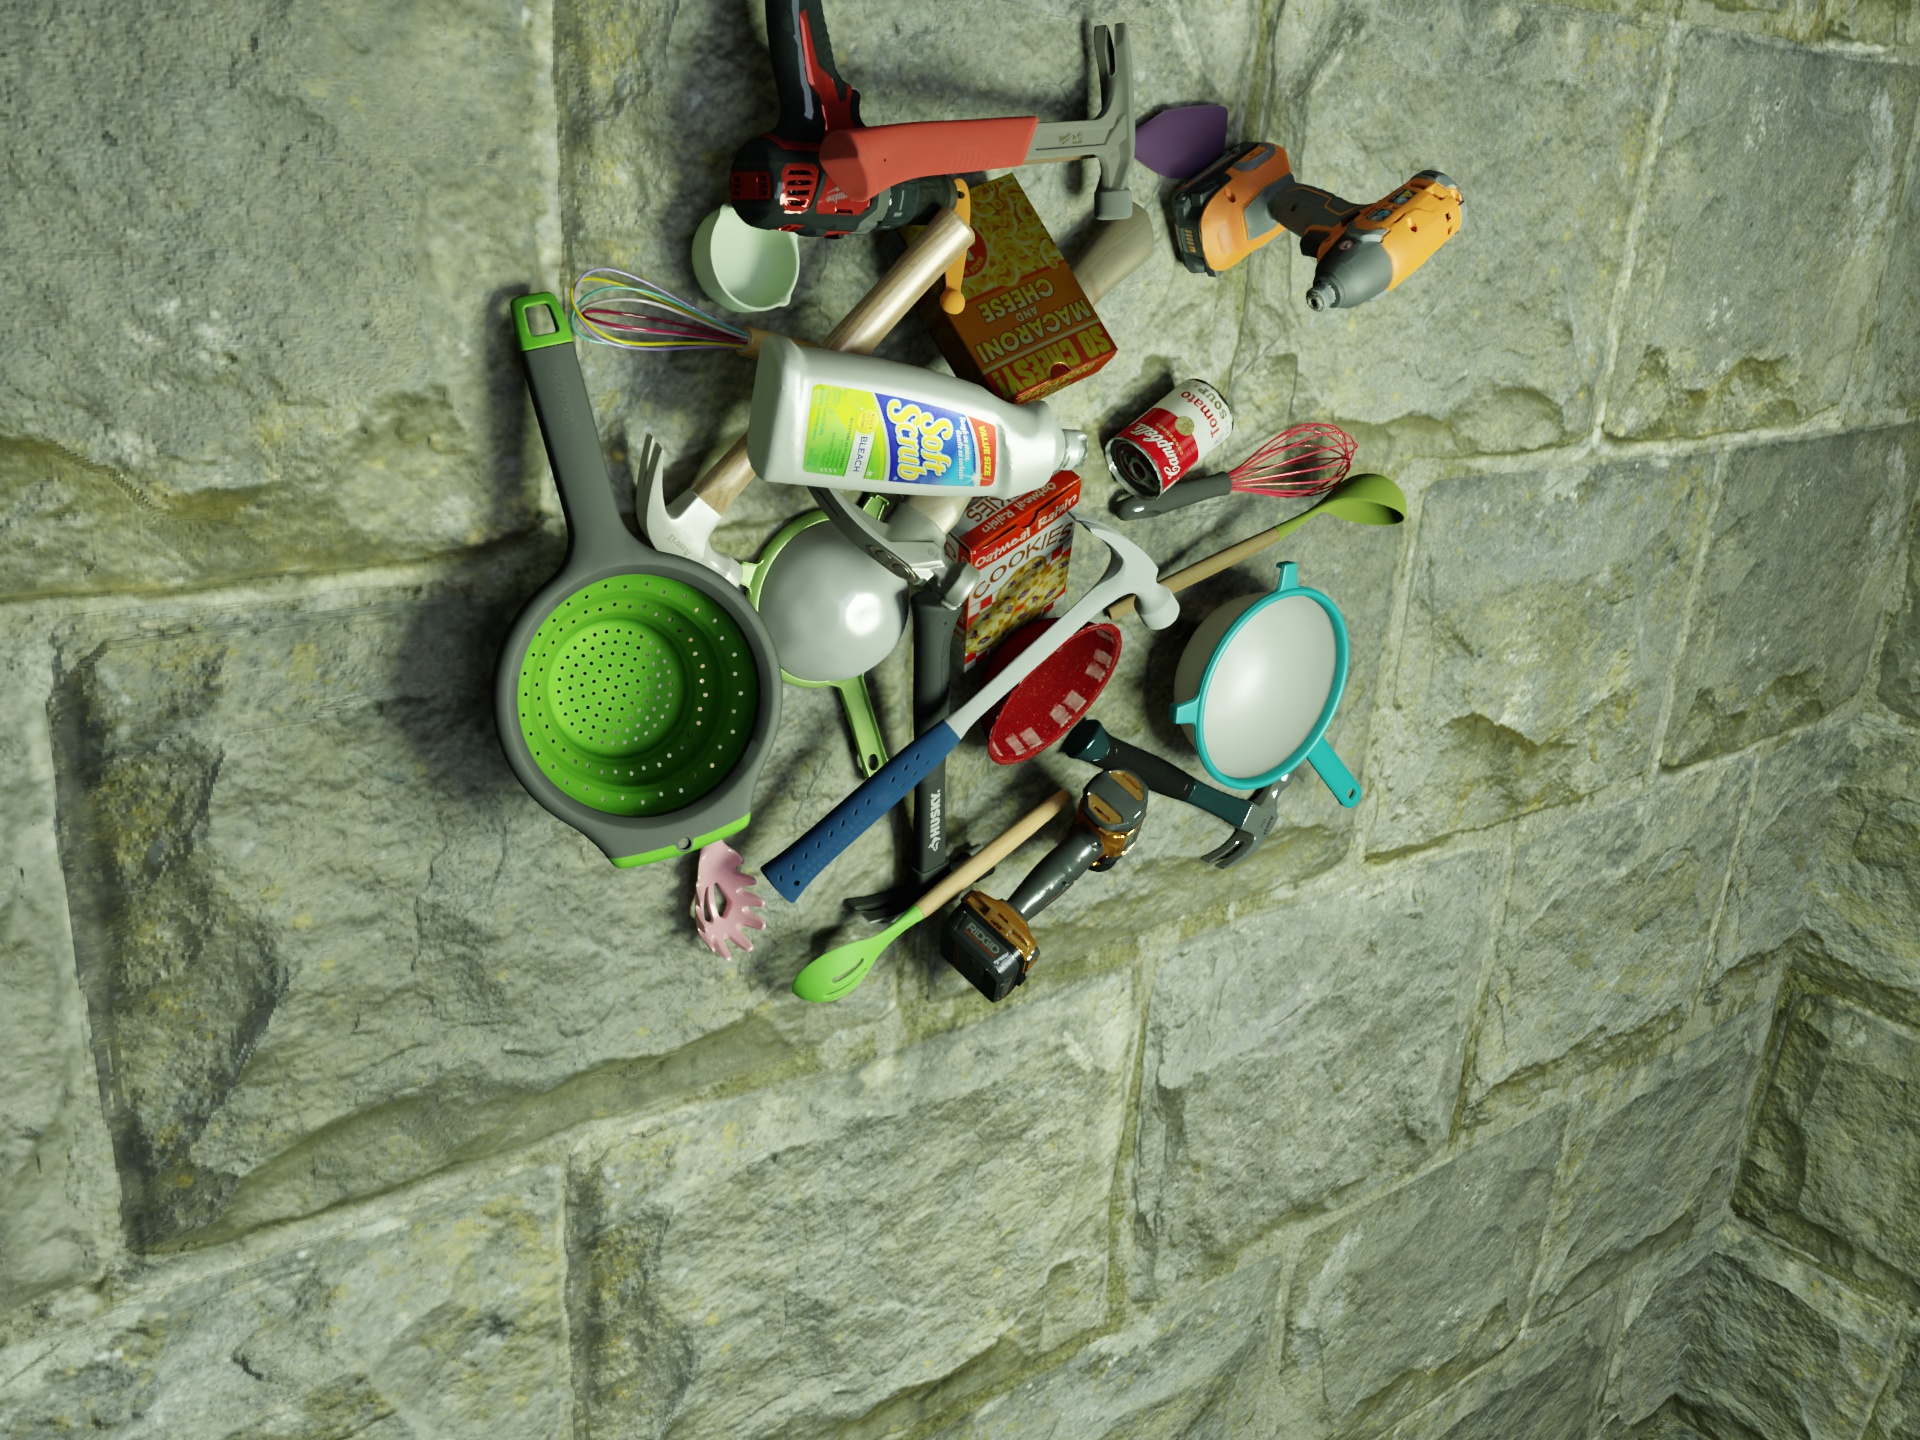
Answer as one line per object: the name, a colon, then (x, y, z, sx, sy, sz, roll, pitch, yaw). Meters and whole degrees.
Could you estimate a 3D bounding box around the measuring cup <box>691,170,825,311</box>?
measuring cup: (-0.133, -0.363, 1.157, 0.168, 0.038, 0.083, -54, 126, -27)

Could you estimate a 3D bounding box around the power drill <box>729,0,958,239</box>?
power drill: (-0.076, -0.455, 1.115, 0.188, 0.080, 0.226, -14, 111, -42)

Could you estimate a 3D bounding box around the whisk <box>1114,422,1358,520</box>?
whisk: (0.268, -0.232, 1.526, 0.296, 0.073, 0.073, -18, 118, -28)

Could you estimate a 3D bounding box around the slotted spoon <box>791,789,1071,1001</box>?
slotted spoon: (-0.018, 0.154, 1.413, 0.314, 0.031, 0.070, -36, 150, -22)

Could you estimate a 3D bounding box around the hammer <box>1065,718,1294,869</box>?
hammer: (0.223, 0.064, 1.625, 0.330, 0.033, 0.128, 24, 91, -43)

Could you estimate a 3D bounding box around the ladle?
ladle: (0.286, -0.158, 1.531, 0.320, 0.078, 0.062, -26, 89, -11)

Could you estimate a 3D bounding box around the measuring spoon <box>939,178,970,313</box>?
measuring spoon: (-0.003, -0.361, 1.203, 0.021, 0.011, 0.117, 9, 72, -19)

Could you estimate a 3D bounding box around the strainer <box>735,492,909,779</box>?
strainer: (-0.082, -0.046, 1.301, 0.151, 0.069, 0.256, -31, 123, -27)

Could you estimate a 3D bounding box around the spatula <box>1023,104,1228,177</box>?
spatula: (0.112, -0.474, 1.321, 0.316, 0.018, 0.059, -18, 125, -34)

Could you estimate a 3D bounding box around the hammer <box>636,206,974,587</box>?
hammer: (-0.112, -0.247, 1.172, 0.331, 0.031, 0.129, -48, 135, 1)

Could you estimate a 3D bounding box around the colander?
colander: (-0.257, -0.098, 1.131, 0.204, 0.094, 0.397, -18, 103, -22)

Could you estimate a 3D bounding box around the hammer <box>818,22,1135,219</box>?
hammer: (0.026, -0.433, 1.167, 0.359, 0.037, 0.149, -27, 120, -48)

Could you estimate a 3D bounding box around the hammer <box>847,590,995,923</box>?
hammer: (-0.030, 0.036, 1.357, 0.146, 0.035, 0.334, -25, 134, -30)

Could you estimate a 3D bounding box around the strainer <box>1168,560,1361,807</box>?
strainer: (0.317, -0.012, 1.632, 0.211, 0.095, 0.340, -52, 134, -7)

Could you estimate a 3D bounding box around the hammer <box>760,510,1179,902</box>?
hammer: (-0.002, -0.004, 1.291, 0.405, 0.035, 0.143, -42, 133, -1)

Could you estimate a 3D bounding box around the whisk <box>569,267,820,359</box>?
whisk: (-0.175, -0.275, 1.150, 0.244, 0.047, 0.051, 2, 124, -44)

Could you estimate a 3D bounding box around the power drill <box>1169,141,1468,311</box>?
power drill: (0.287, -0.412, 1.345, 0.164, 0.227, 0.084, -41, 135, -20)

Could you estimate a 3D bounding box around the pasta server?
pasta server: (-0.199, 0.043, 1.263, 0.060, 0.040, 0.316, -21, 119, -39)

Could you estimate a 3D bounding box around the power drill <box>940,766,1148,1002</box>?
power drill: (0.083, 0.155, 1.482, 0.226, 0.084, 0.185, -45, 166, -16)

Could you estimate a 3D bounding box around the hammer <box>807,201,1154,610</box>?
hammer: (0.038, -0.282, 1.271, 0.146, 0.038, 0.411, 37, 65, -9)
